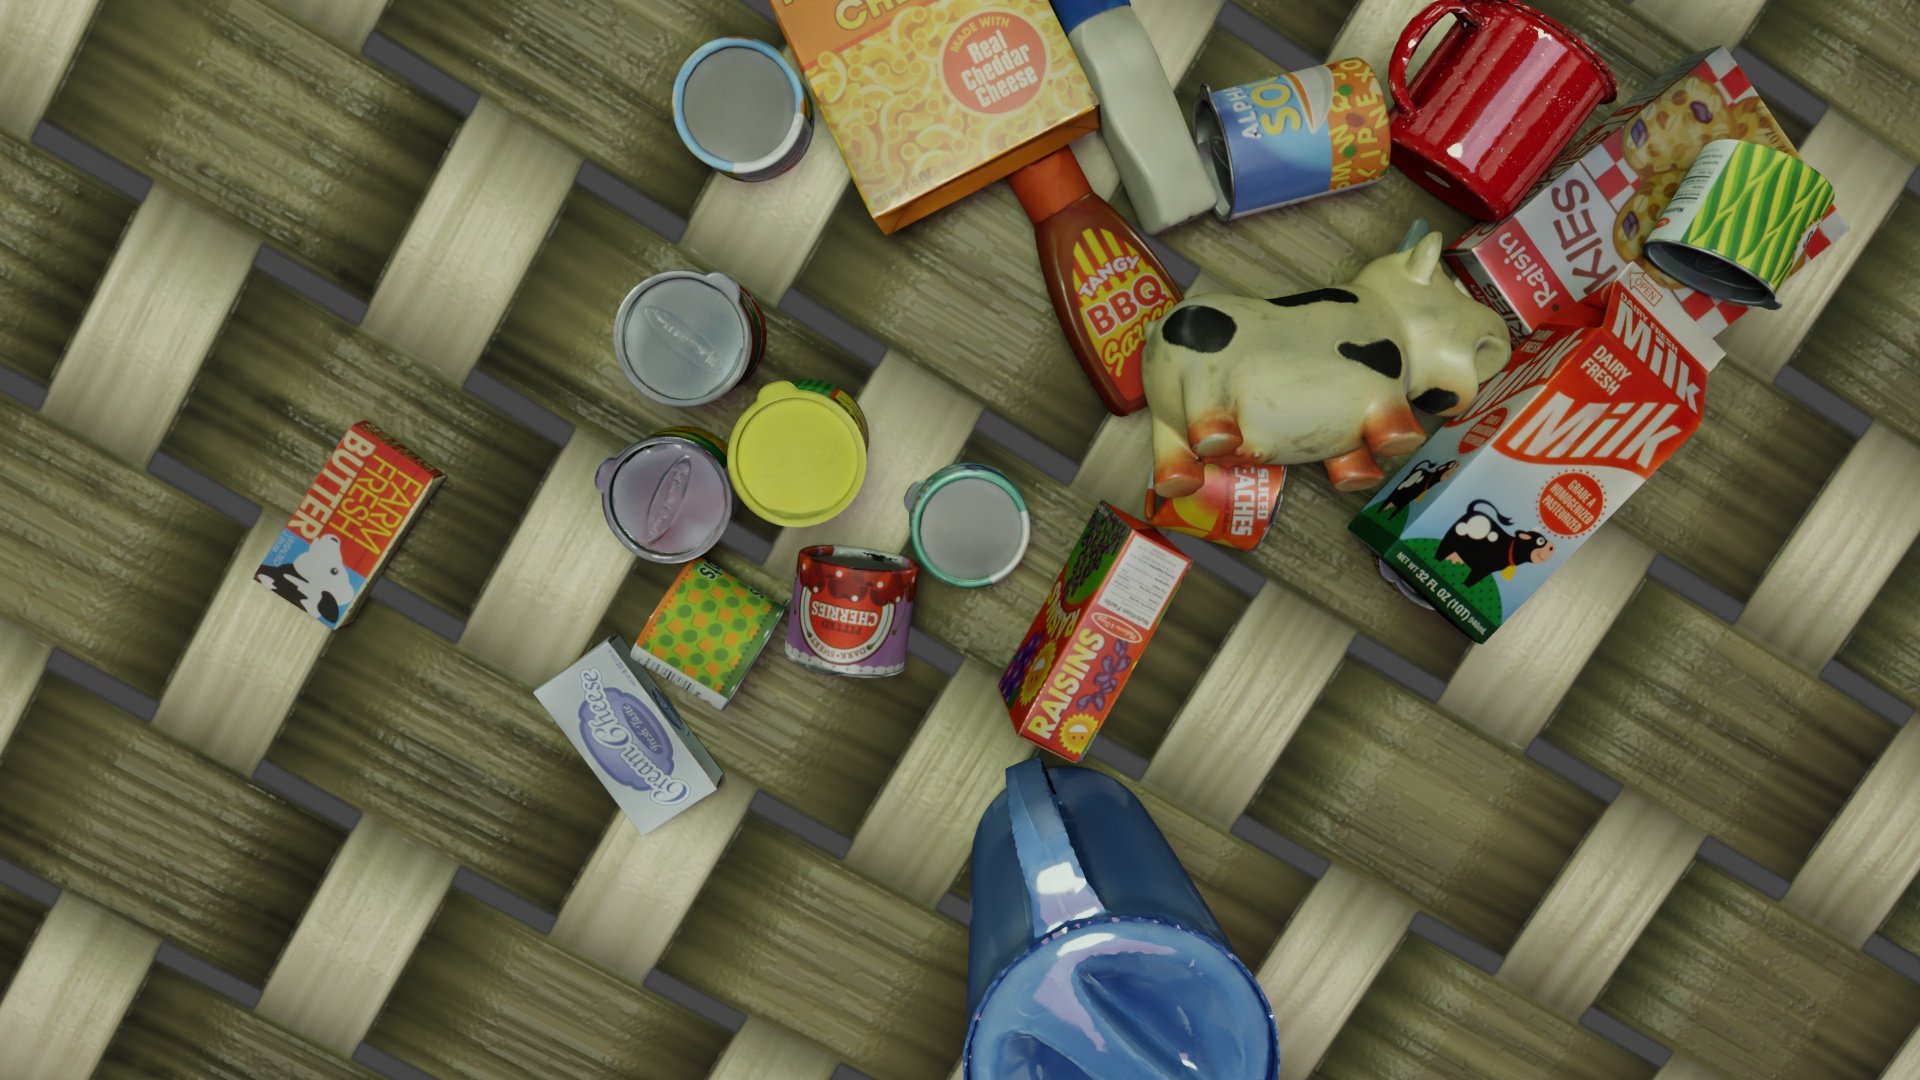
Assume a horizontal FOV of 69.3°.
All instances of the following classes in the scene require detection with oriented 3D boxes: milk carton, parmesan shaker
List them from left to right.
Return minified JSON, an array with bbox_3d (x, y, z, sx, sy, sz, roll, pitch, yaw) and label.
[{"bbox_3d":[-0.081,-0.050,0.713,0.071,0.103,0.071,0,100,-2],"label":"parmesan shaker"},{"bbox_3d":[0.295,-0.047,0.705,0.072,0.073,0.190,42,99,-7],"label":"milk carton"}]

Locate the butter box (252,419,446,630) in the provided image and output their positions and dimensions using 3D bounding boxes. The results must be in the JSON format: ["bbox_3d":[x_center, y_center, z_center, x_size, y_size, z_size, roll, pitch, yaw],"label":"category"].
[{"bbox_3d":[-0.329,-0.008,0.750,0.053,0.024,0.103,34,97,-8],"label":"butter box"}]

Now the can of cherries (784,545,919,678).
[{"bbox_3d":[-0.058,0.037,0.744,0.071,0.071,0.058,9,99,-4],"label":"can of cherries"}]

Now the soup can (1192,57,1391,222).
[{"bbox_3d":[0.169,-0.209,0.714,0.084,0.071,0.071,-15,100,0],"label":"soup can"}]

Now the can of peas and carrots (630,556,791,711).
[{"bbox_3d":[-0.134,0.047,0.746,0.059,0.071,0.071,31,97,-7],"label":"can of peas and carrots"}]

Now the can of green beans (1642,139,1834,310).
[{"bbox_3d":[0.387,-0.158,0.692,0.071,0.071,0.057,29,96,-7],"label":"can of green beans"}]

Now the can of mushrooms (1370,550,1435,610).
[{"bbox_3d":[0.262,0.004,0.771,0.071,0.033,0.071,0,100,-3],"label":"can of mushrooms"}]

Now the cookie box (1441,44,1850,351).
[{"bbox_3d":[0.365,-0.160,0.746,0.167,0.040,0.123,-39,99,3],"label":"cookie box"}]

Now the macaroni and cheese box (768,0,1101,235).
[{"bbox_3d":[-0.021,-0.256,0.693,0.124,0.040,0.166,-26,85,5],"label":"macaroni and cheese box"}]

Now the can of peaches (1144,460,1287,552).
[{"bbox_3d":[0.136,-0.032,0.741,0.058,0.071,0.071,15,99,-4],"label":"can of peaches"}]

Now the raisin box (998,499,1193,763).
[{"bbox_3d":[0.069,0.047,0.744,0.040,0.086,0.123,27,97,-11],"label":"raisin box"}]

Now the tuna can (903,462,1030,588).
[{"bbox_3d":[0.003,-0.010,0.758,0.071,0.033,0.071,0,100,-3],"label":"tuna can"}]

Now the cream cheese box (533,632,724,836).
[{"bbox_3d":[-0.184,0.109,0.775,0.053,0.024,0.103,-34,99,5],"label":"cream cheese box"}]

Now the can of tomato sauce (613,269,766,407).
[{"bbox_3d":[-0.135,-0.106,0.711,0.071,0.083,0.071,0,100,-2],"label":"can of tomato sauce"}]

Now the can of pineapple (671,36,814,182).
[{"bbox_3d":[-0.111,-0.219,0.706,0.071,0.058,0.071,0,100,-2],"label":"can of pineapple"}]

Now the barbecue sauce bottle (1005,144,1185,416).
[{"bbox_3d":[0.073,-0.143,0.734,0.065,0.044,0.148,-31,99,-3],"label":"barbecue sauce bottle"}]

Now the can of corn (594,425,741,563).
[{"bbox_3d":[-0.153,-0.027,0.736,0.071,0.058,0.071,0,100,-2],"label":"can of corn"}]

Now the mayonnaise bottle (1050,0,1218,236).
[{"bbox_3d":[0.086,-0.232,0.712,0.041,0.065,0.148,-23,96,3],"label":"mayonnaise bottle"}]
